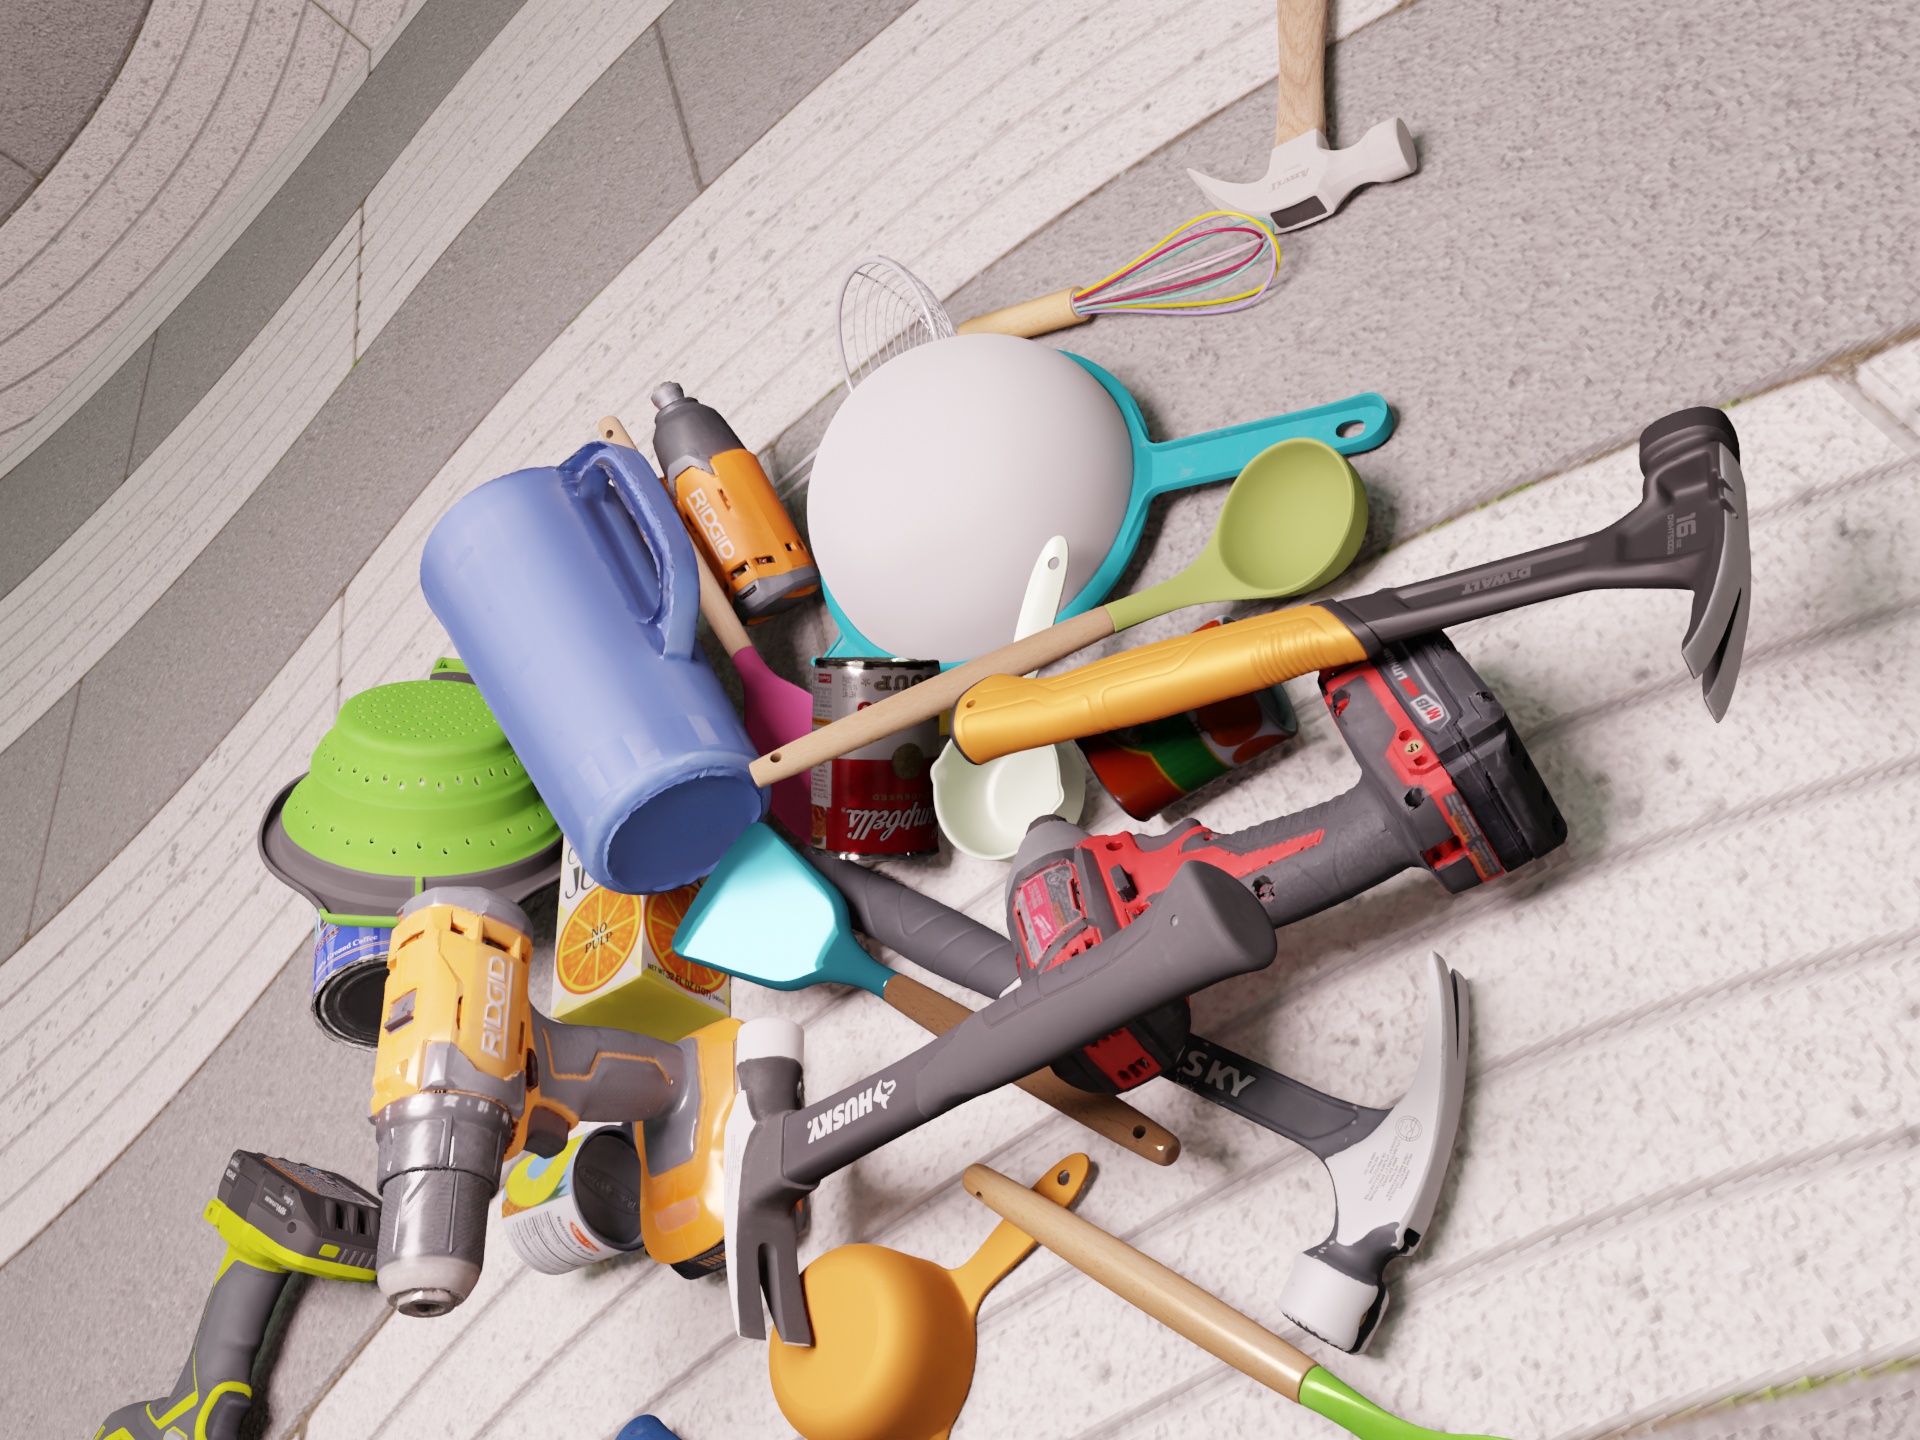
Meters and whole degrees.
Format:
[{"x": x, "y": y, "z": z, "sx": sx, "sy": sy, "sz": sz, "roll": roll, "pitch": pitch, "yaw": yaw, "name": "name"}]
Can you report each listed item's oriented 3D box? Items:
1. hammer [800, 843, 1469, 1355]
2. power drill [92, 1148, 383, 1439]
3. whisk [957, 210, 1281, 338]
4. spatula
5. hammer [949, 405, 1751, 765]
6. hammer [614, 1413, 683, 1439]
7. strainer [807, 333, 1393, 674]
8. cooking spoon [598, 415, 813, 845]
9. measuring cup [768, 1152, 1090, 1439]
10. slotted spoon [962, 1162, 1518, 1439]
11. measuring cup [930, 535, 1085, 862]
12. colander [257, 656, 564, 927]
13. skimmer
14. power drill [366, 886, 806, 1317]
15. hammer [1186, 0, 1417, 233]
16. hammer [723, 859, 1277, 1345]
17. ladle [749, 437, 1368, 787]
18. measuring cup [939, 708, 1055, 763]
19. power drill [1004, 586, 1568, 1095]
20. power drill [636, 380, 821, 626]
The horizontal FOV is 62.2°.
[{"x": 0.047, "y": 0.124, "z": 0.735, "sx": 0.409, "sy": 0.036, "sz": 0.149, "roll": 18, "pitch": 75, "yaw": 48, "name": "hammer"}, {"x": -0.431, "y": 0.394, "z": 0.961, "sx": 0.191, "sy": 0.080, "sz": 0.228, "roll": 6, "pitch": 70, "yaw": 45, "name": "power drill"}, {"x": 0.087, "y": -0.259, "z": 0.953, "sx": 0.245, "sy": 0.047, "sz": 0.051, "roll": -3, "pitch": 69, "yaw": 46, "name": "whisk"}, {"x": -0.022, "y": 0.130, "z": 0.735, "sx": 0.318, "sy": 0.044, "sz": 0.082, "roll": 19, "pitch": 71, "yaw": 48, "name": "spatula"}, {"x": 0.130, "y": -0.024, "z": 0.627, "sx": 0.337, "sy": 0.034, "sz": 0.127, "roll": -15, "pitch": 40, "yaw": 37, "name": "hammer"}, {"x": -0.010, "y": 0.357, "z": 0.626, "sx": 0.406, "sy": 0.035, "sz": 0.144, "roll": -2, "pitch": 62, "yaw": 42, "name": "hammer"}, {"x": 0.047, "y": -0.142, "z": 0.837, "sx": 0.340, "sy": 0.095, "sz": 0.211, "roll": -8, "pitch": 64, "yaw": 29, "name": "strainer"}, {"x": -0.141, "y": -0.060, "z": 0.948, "sx": 0.068, "sy": 0.017, "sz": 0.319, "roll": -39, "pitch": 71, "yaw": 19, "name": "cooking spoon"}, {"x": -0.015, "y": 0.245, "z": 0.694, "sx": 0.173, "sy": 0.052, "sz": 0.095, "roll": -48, "pitch": 41, "yaw": 9, "name": "measuring cup"}, {"x": 0.107, "y": 0.232, "z": 0.582, "sx": 0.031, "sy": 0.070, "sz": 0.314, "roll": -26, "pitch": 28, "yaw": -34, "name": "slotted spoon"}, {"x": 0.038, "y": -0.009, "z": 0.805, "sx": 0.083, "sy": 0.038, "sz": 0.167, "roll": 10, "pitch": 83, "yaw": 37, "name": "measuring cup"}, {"x": -0.355, "y": 0.002, "z": 1.084, "sx": 0.397, "sy": 0.204, "sz": 0.094, "roll": -119, "pitch": 34, "yaw": -63, "name": "colander"}, {"x": -0.140, "y": -0.155, "z": 1.055, "sx": 0.363, "sy": 0.090, "sz": 0.127, "roll": -37, "pitch": 72, "yaw": 20, "name": "skimmer"}, {"x": -0.173, "y": 0.197, "z": 0.741, "sx": 0.084, "sy": 0.226, "sz": 0.186, "roll": -30, "pitch": 46, "yaw": 25, "name": "power drill"}, {"x": 0.205, "y": -0.424, "z": 0.966, "sx": 0.130, "sy": 0.031, "sz": 0.332, "roll": -16, "pitch": 53, "yaw": 35, "name": "hammer"}, {"x": -0.003, "y": 0.141, "z": 0.620, "sx": 0.334, "sy": 0.035, "sz": 0.146, "roll": -38, "pitch": 42, "yaw": 43, "name": "hammer"}, {"x": 0.045, "y": -0.045, "z": 0.755, "sx": 0.320, "sy": 0.062, "sz": 0.078, "roll": -24, "pitch": 52, "yaw": -2, "name": "ladle"}, {"x": -0.001, "y": -0.003, "z": 0.868, "sx": 0.157, "sy": 0.029, "sz": 0.062, "roll": 15, "pitch": 74, "yaw": 49, "name": "measuring cup"}, {"x": 0.117, "y": 0.048, "z": 0.656, "sx": 0.219, "sy": 0.078, "sz": 0.143, "roll": -32, "pitch": 33, "yaw": 11, "name": "power drill"}, {"x": -0.213, "y": -0.106, "z": 1.046, "sx": 0.226, "sy": 0.084, "sz": 0.164, "roll": -30, "pitch": 85, "yaw": 27, "name": "power drill"}]
